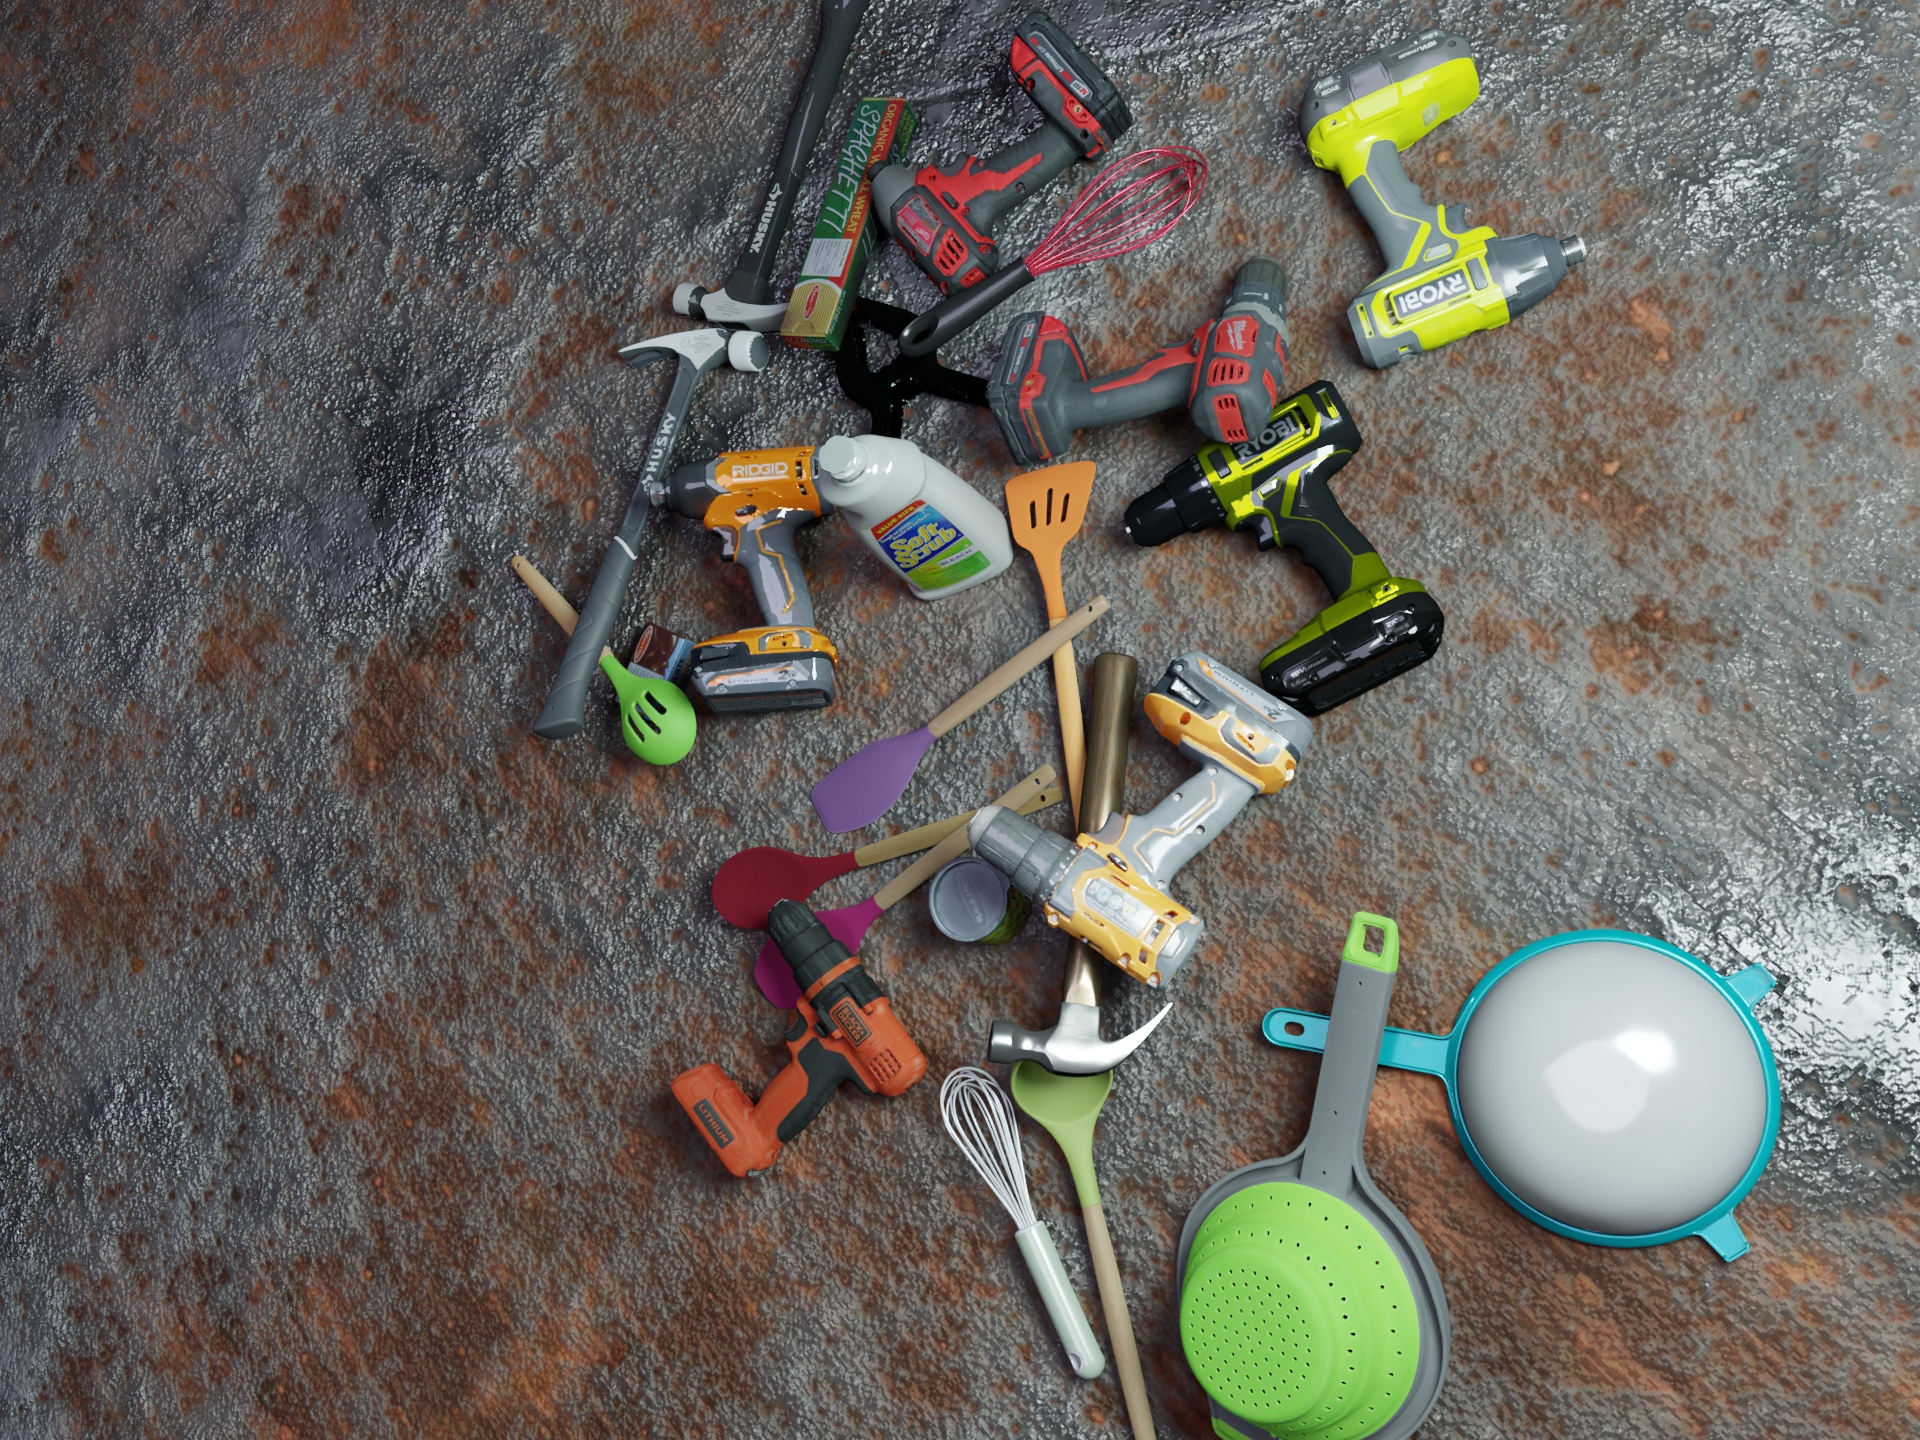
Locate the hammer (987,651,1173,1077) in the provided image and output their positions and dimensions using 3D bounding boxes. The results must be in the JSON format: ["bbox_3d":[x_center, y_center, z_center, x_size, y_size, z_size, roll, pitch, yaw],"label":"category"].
[{"bbox_3d":[0.106,0.104,1.212,0.130,0.031,0.331,9,70,0],"label":"hammer"}]

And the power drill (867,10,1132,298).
[{"bbox_3d":[0.026,-0.484,1.362,0.219,0.078,0.143,-43,78,14],"label":"power drill"}]

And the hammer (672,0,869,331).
[{"bbox_3d":[-0.151,-0.519,1.475,0.146,0.035,0.335,18,87,26],"label":"hammer"}]

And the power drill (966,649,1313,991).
[{"bbox_3d":[0.131,0.059,1.172,0.185,0.084,0.226,33,77,12],"label":"power drill"}]

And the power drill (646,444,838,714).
[{"bbox_3d":[-0.186,-0.124,1.366,0.164,0.084,0.227,-4,76,0],"label":"power drill"}]

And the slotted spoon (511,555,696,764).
[{"bbox_3d":[-0.335,-0.066,1.442,0.314,0.031,0.070,43,101,35],"label":"slotted spoon"}]

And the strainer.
[{"bbox_3d":[0.366,0.234,1.072,0.340,0.095,0.211,7,83,23],"label":"strainer"}]

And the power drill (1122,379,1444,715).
[{"bbox_3d":[0.243,-0.124,1.207,0.190,0.080,0.229,-28,67,14],"label":"power drill"}]

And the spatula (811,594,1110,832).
[{"bbox_3d":[-0.002,-0.004,1.301,0.316,0.018,0.060,-38,68,21],"label":"spatula"}]

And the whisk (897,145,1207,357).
[{"bbox_3d":[0.073,-0.388,1.328,0.296,0.073,0.073,-30,70,12],"label":"whisk"}]

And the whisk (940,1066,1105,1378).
[{"bbox_3d":[0.049,0.379,1.210,0.057,0.059,0.246,-45,65,50],"label":"whisk"}]

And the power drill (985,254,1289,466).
[{"bbox_3d":[0.149,-0.289,1.260,0.227,0.080,0.188,-2,50,26],"label":"power drill"}]

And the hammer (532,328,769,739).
[{"bbox_3d":[-0.300,-0.175,1.433,0.149,0.036,0.409,9,73,27],"label":"hammer"}]

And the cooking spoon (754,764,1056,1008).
[{"bbox_3d":[-0.047,0.134,1.298,0.319,0.017,0.069,-39,82,17],"label":"cooking spoon"}]

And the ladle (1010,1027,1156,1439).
[{"bbox_3d":[0.103,0.387,1.177,0.078,0.062,0.320,-13,77,1],"label":"ladle"}]

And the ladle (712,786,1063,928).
[{"bbox_3d":[-0.062,0.106,1.318,0.315,0.031,0.069,-19,86,17],"label":"ladle"}]

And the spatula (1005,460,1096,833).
[{"bbox_3d":[0.086,-0.057,1.291,0.081,0.041,0.323,-10,80,21],"label":"spatula"}]

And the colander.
[{"bbox_3d":[0.230,0.326,1.072,0.205,0.094,0.397,12,94,37],"label":"colander"}]

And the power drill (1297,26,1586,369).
[{"bbox_3d":[0.360,-0.399,1.213,0.171,0.080,0.223,-19,77,19],"label":"power drill"}]
